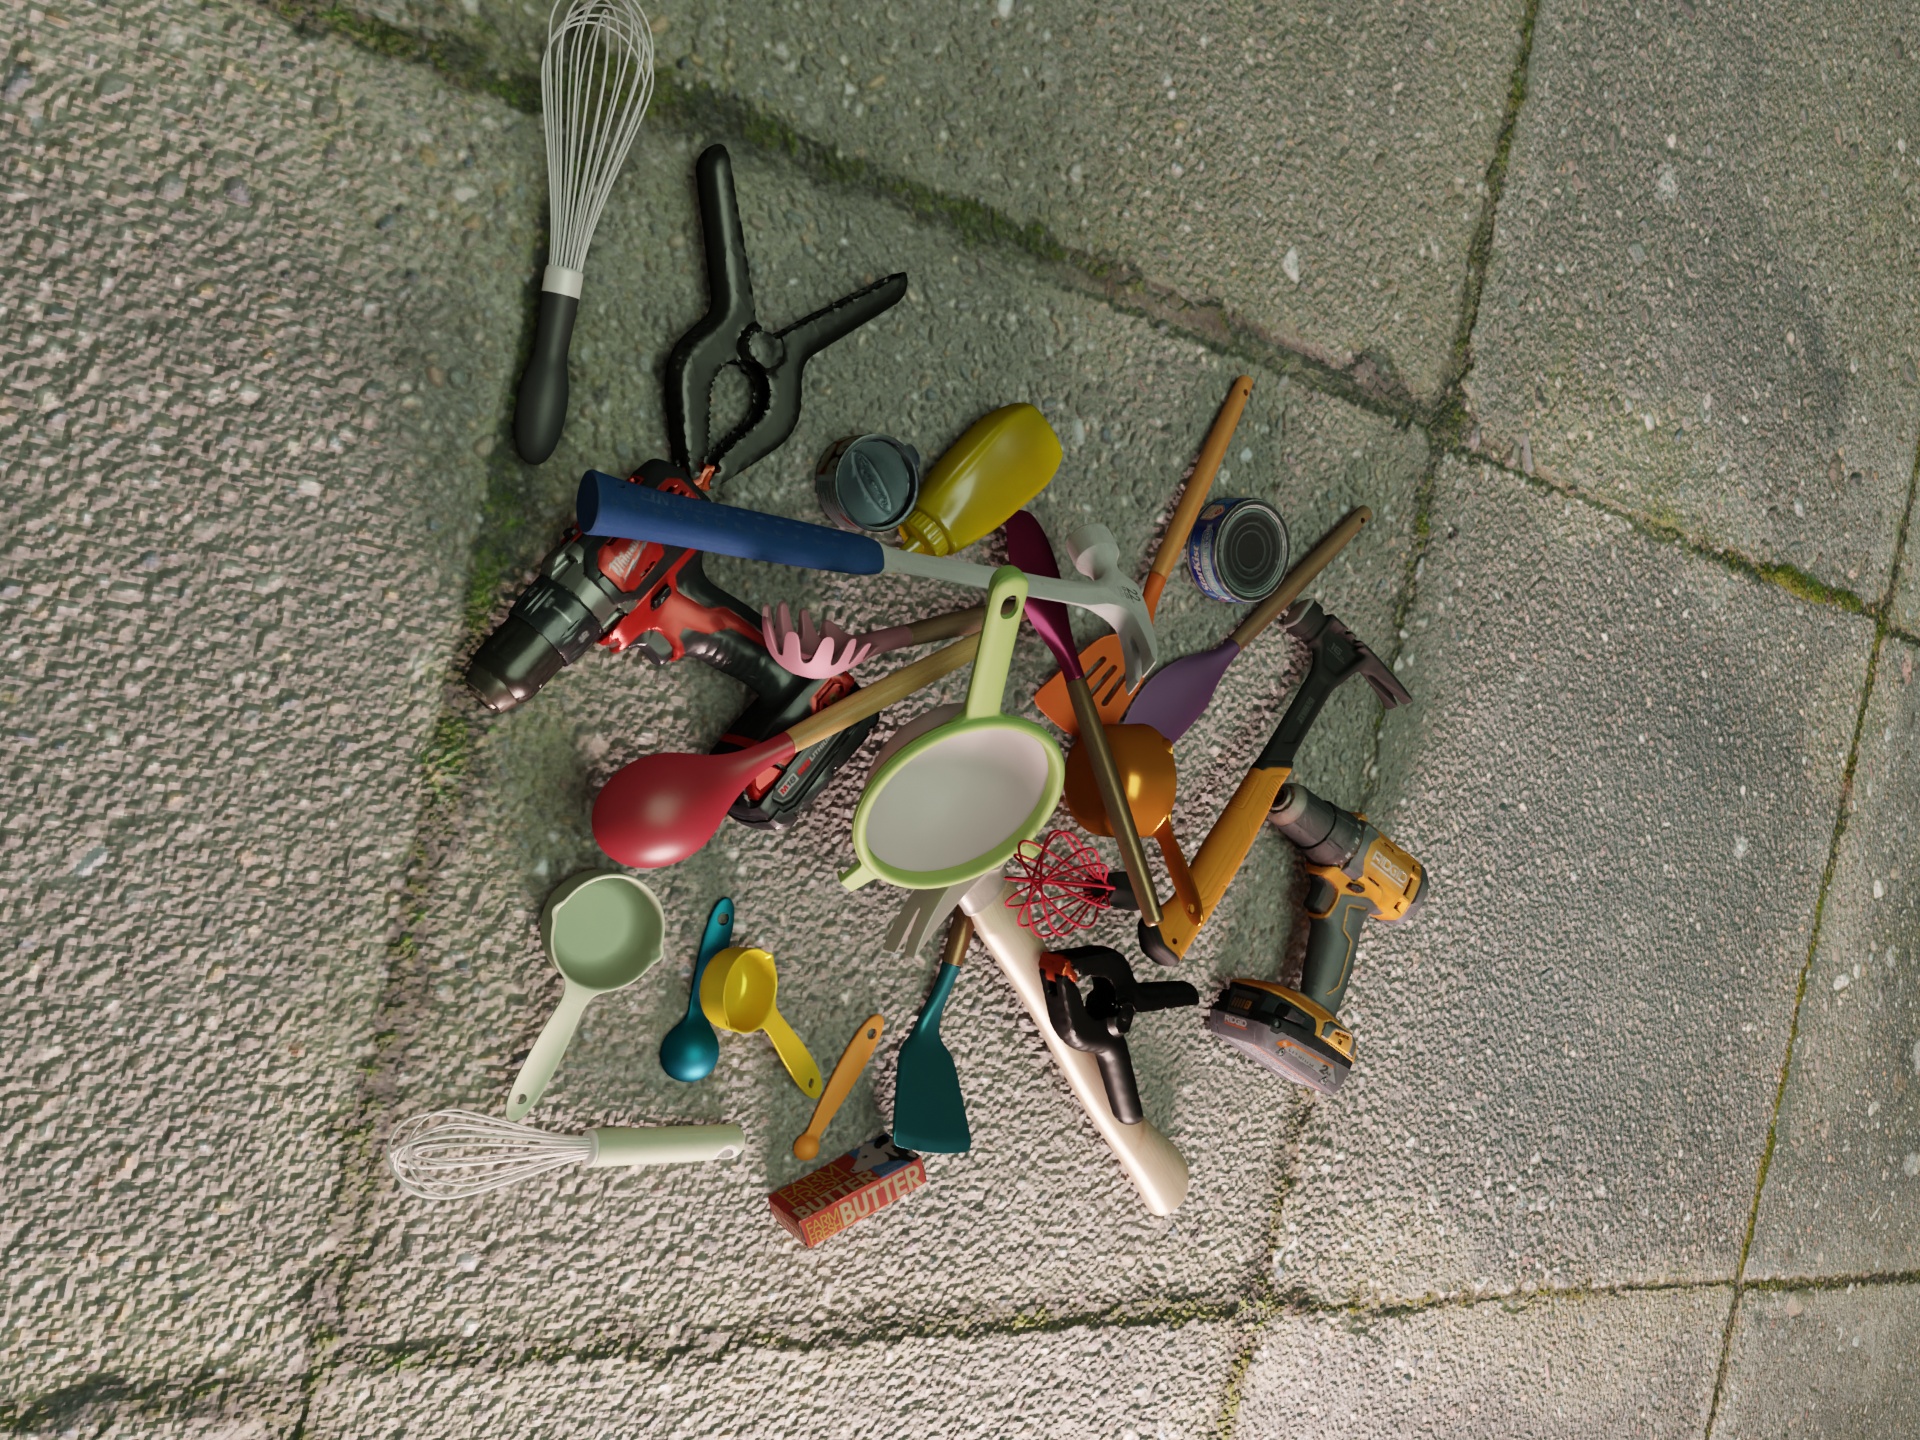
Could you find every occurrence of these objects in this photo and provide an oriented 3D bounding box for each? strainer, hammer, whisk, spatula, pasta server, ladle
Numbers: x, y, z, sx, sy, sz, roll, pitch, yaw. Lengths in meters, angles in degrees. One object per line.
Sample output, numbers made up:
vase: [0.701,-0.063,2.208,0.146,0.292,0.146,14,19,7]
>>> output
strainer: [-0.002,-0.003,1.032,0.151,0.069,0.256,-7,131,-24]
hammer: [0.245,0.061,1.282,0.127,0.034,0.337,41,66,-11]
whisk: [-0.247,0.276,1.028,0.246,0.059,0.057,9,134,-38]
hammer: [0.079,0.253,1.218,0.146,0.038,0.410,-48,125,-29]
spatula: [0.010,0.158,1.179,0.082,0.044,0.317,20,84,-43]
pasta server: [-0.020,-0.068,1.074,0.316,0.060,0.040,-17,128,-52]
ladle: [-0.087,0.004,1.008,0.315,0.031,0.069,-29,110,-27]
whisk: [-0.231,-0.293,0.949,0.070,0.070,0.284,6,99,-34]
hammer: [-0.042,-0.099,1.013,0.405,0.144,0.035,7,135,-33]
whisk: [0.095,0.121,1.147,0.295,0.073,0.073,20,85,-69]
spatula: [0.157,-0.134,1.248,0.081,0.041,0.323,34,74,-33]
spatula: [0.240,-0.080,1.312,0.316,0.018,0.059,-43,118,-20]

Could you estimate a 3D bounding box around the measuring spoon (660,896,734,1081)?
measuring spoon: [-0.170,0.184,1.076,0.042,0.021,0.128,14,89,-34]

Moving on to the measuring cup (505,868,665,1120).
measuring cup: [-0.251,0.172,1.013,0.083,0.038,0.167,31,82,-33]

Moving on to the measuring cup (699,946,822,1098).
measuring cup: [-0.135,0.214,1.099,0.062,0.029,0.156,-61,143,-36]

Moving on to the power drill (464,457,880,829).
power drill: [-0.181,-0.027,1.008,0.188,0.080,0.226,-50,117,-18]

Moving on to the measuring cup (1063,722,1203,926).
measuring cup: [0.129,0.079,1.184,0.052,0.095,0.174,2,51,-30]

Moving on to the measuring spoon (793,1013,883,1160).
measuring spoon: [-0.085,0.266,1.150,0.021,0.011,0.117,37,76,-32]

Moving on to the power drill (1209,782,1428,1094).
power drill: [0.295,0.178,1.352,0.185,0.084,0.226,36,73,-29]

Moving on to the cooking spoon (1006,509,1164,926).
cooking spoon: [0.092,-0.005,1.153,0.068,0.017,0.319,-7,78,-58]
